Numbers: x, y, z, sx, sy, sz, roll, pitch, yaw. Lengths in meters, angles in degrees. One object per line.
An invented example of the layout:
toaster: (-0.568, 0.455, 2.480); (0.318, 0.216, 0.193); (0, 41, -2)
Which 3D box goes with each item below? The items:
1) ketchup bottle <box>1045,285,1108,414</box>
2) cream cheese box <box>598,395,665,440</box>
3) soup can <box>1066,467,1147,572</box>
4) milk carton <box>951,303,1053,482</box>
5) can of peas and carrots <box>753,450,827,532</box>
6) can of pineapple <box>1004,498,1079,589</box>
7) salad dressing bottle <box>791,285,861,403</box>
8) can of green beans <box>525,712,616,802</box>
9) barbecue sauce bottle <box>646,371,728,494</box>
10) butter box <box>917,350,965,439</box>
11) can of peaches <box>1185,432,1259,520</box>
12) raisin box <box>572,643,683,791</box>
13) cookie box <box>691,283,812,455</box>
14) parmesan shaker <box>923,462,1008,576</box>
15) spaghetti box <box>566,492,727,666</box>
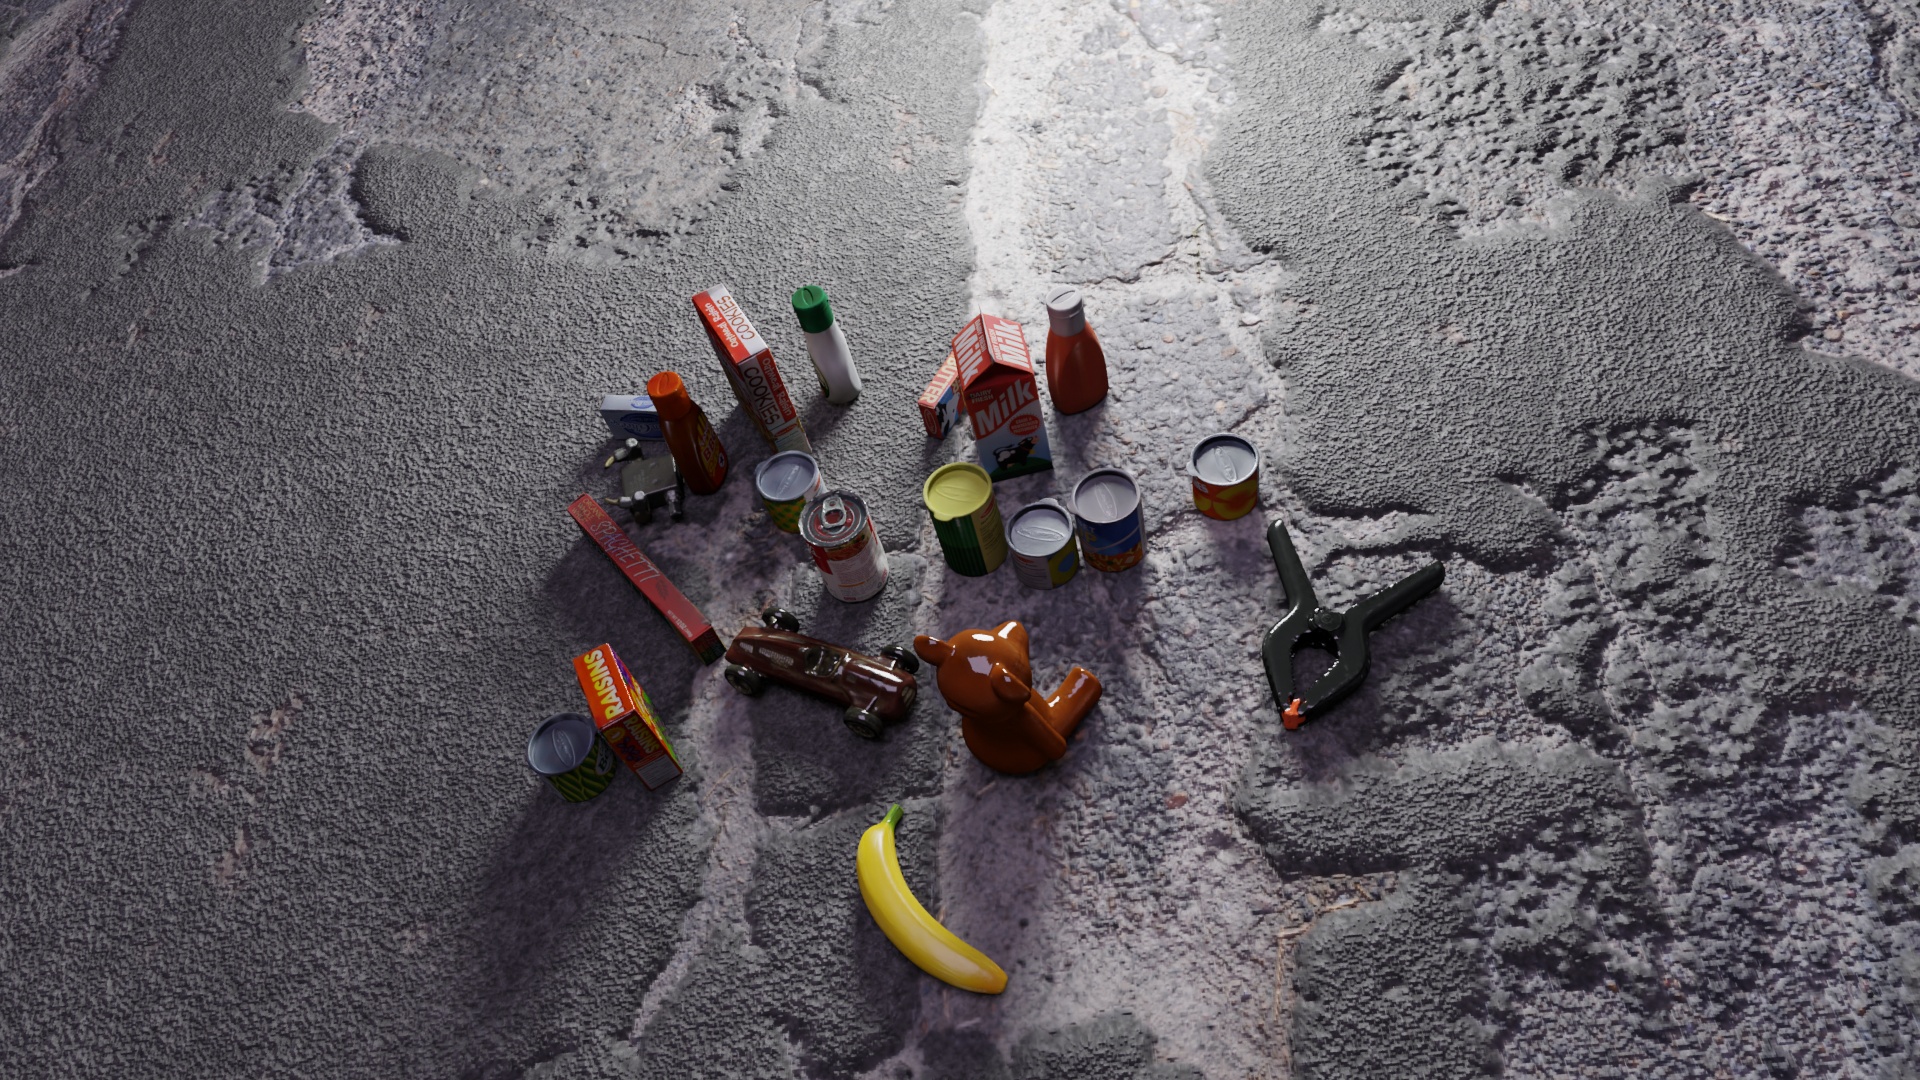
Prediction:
ketchup bottle: (0.116, -0.197, 1.431); (0.065, 0.148, 0.044); (-30, 53, -10)
cream cheese box: (-0.344, -0.136, 1.549); (0.104, 0.053, 0.024); (2, 55, 14)
soup can: (0.141, -0.018, 1.333); (0.071, 0.083, 0.072); (-6, 53, 8)
milk carton: (0.040, -0.147, 1.385); (0.073, 0.189, 0.073); (-14, 52, 3)
can of peas and carrots: (-0.175, -0.051, 1.444); (0.071, 0.058, 0.071); (-6, 53, 8)
can of pineapple: (0.081, 0.004, 1.346); (0.071, 0.057, 0.071); (-6, 53, 8)
salad dressing bottle: (-0.145, -0.211, 1.501); (0.044, 0.147, 0.064); (-20, 52, -2)
can of green beans: (-0.363, 0.203, 1.297); (0.071, 0.057, 0.071); (-6, 53, 8)
barbecue sauce bottle: (-0.288, -0.116, 1.461); (0.043, 0.147, 0.065); (-3, 54, 11)
butter box: (-0.008, -0.164, 1.495); (0.024, 0.053, 0.104); (19, 60, 24)
can of peaches: (0.256, -0.061, 1.356); (0.071, 0.057, 0.071); (-6, 53, 8)
raisin box: (-0.305, 0.163, 1.273); (0.040, 0.122, 0.086); (-27, 53, -8)
cookie box: (-0.222, -0.174, 1.478); (0.040, 0.166, 0.123); (-30, 53, -10)
parmesan shaker: (0.005, -0.017, 1.351); (0.071, 0.102, 0.071); (-6, 53, 8)
spaghetti box: (-0.323, 0.037, 1.417); (0.029, 0.050, 0.251); (-39, 55, -16)
